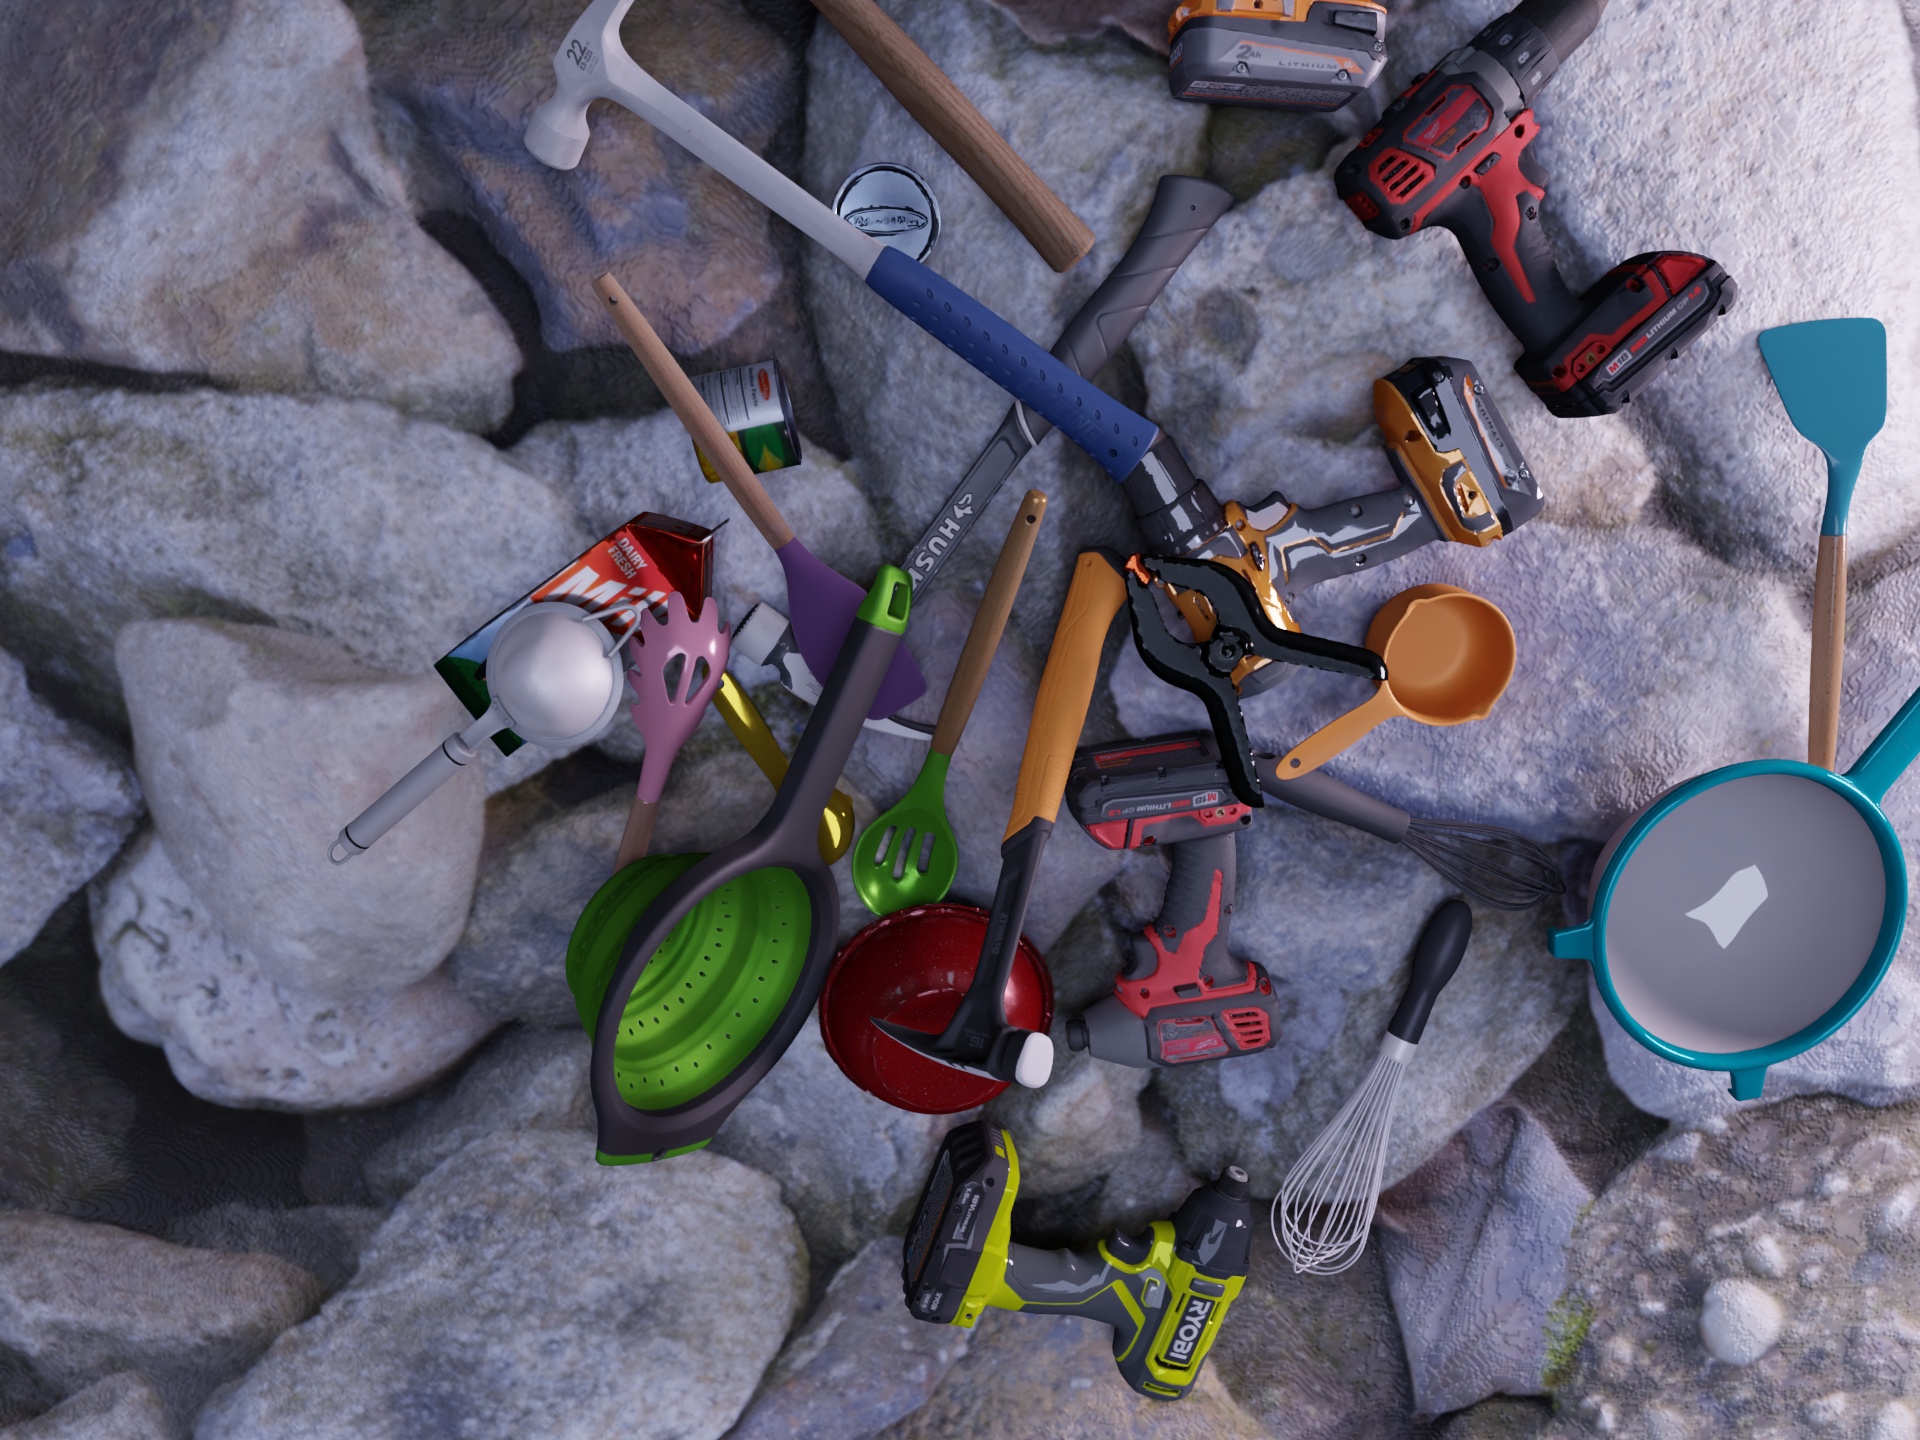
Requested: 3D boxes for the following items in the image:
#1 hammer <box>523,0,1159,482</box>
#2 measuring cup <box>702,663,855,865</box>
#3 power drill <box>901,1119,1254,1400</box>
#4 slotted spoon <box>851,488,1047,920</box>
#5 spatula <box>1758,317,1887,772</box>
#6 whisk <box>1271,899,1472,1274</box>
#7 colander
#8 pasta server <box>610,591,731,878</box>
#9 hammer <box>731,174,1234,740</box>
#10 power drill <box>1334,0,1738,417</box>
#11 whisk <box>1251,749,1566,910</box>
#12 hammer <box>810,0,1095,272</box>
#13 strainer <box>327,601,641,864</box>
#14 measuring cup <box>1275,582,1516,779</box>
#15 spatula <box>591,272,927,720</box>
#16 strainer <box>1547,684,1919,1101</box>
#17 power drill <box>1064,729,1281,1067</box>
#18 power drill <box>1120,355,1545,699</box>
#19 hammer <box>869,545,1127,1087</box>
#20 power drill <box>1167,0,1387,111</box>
[{"bbox_3d":[-0.055,-0.276,0.923,0.405,0.035,0.144,35,126,-6],"label":"hammer"},{"bbox_3d":[-0.123,0.030,1.034,0.062,0.029,0.156,-31,105,4],"label":"measuring cup"},{"bbox_3d":[0.085,0.364,1.101,0.223,0.080,0.171,18,102,-11],"label":"power drill"},{"bbox_3d":[-0.002,-0.003,0.993,0.070,0.031,0.313,14,120,-11],"label":"slotted spoon"},{"bbox_3d":[0.569,-0.100,1.047,0.082,0.044,0.317,-7,108,-2],"label":"spatula"},{"bbox_3d":[0.289,0.254,1.096,0.070,0.070,0.284,21,97,-7],"label":"whisk"},{"bbox_3d":[-0.143,0.076,0.982,0.095,0.204,0.397,28,97,30],"label":"colander"},{"bbox_3d":[-0.203,0.064,1.003,0.060,0.040,0.316,8,122,-22],"label":"pasta server"},{"bbox_3d":[0.033,-0.166,0.997,0.149,0.036,0.409,36,98,-11],"label":"hammer"},{"bbox_3d":[0.362,-0.316,0.961,0.188,0.080,0.226,-44,98,6],"label":"power drill"},{"bbox_3d":[0.293,0.069,1.061,0.239,0.055,0.055,22,101,-3],"label":"whisk"},{"bbox_3d":[-0.042,-0.389,0.918,0.331,0.130,0.031,42,60,-18],"label":"hammer"},{"bbox_3d":[-0.293,0.013,0.947,0.258,0.050,0.087,-37,86,17],"label":"strainer"},{"bbox_3d":[0.272,-0.021,1.032,0.173,0.052,0.095,-35,107,7],"label":"measuring cup"},{"bbox_3d":[-0.121,-0.125,0.947,0.060,0.018,0.315,-30,114,9],"label":"spatula"},{"bbox_3d":[0.538,0.067,1.046,0.211,0.095,0.340,37,96,-13],"label":"strainer"},{"bbox_3d":[0.131,0.126,1.049,0.143,0.079,0.219,-9,106,-1],"label":"power drill"},{"bbox_3d":[0.219,-0.143,0.992,0.226,0.084,0.185,-31,101,9],"label":"power drill"},{"bbox_3d":[0.042,0.050,0.987,0.034,0.127,0.337,28,74,-45],"label":"hammer"},{"bbox_3d":[0.202,-0.477,0.914,0.164,0.084,0.226,2,99,-4],"label":"power drill"}]
